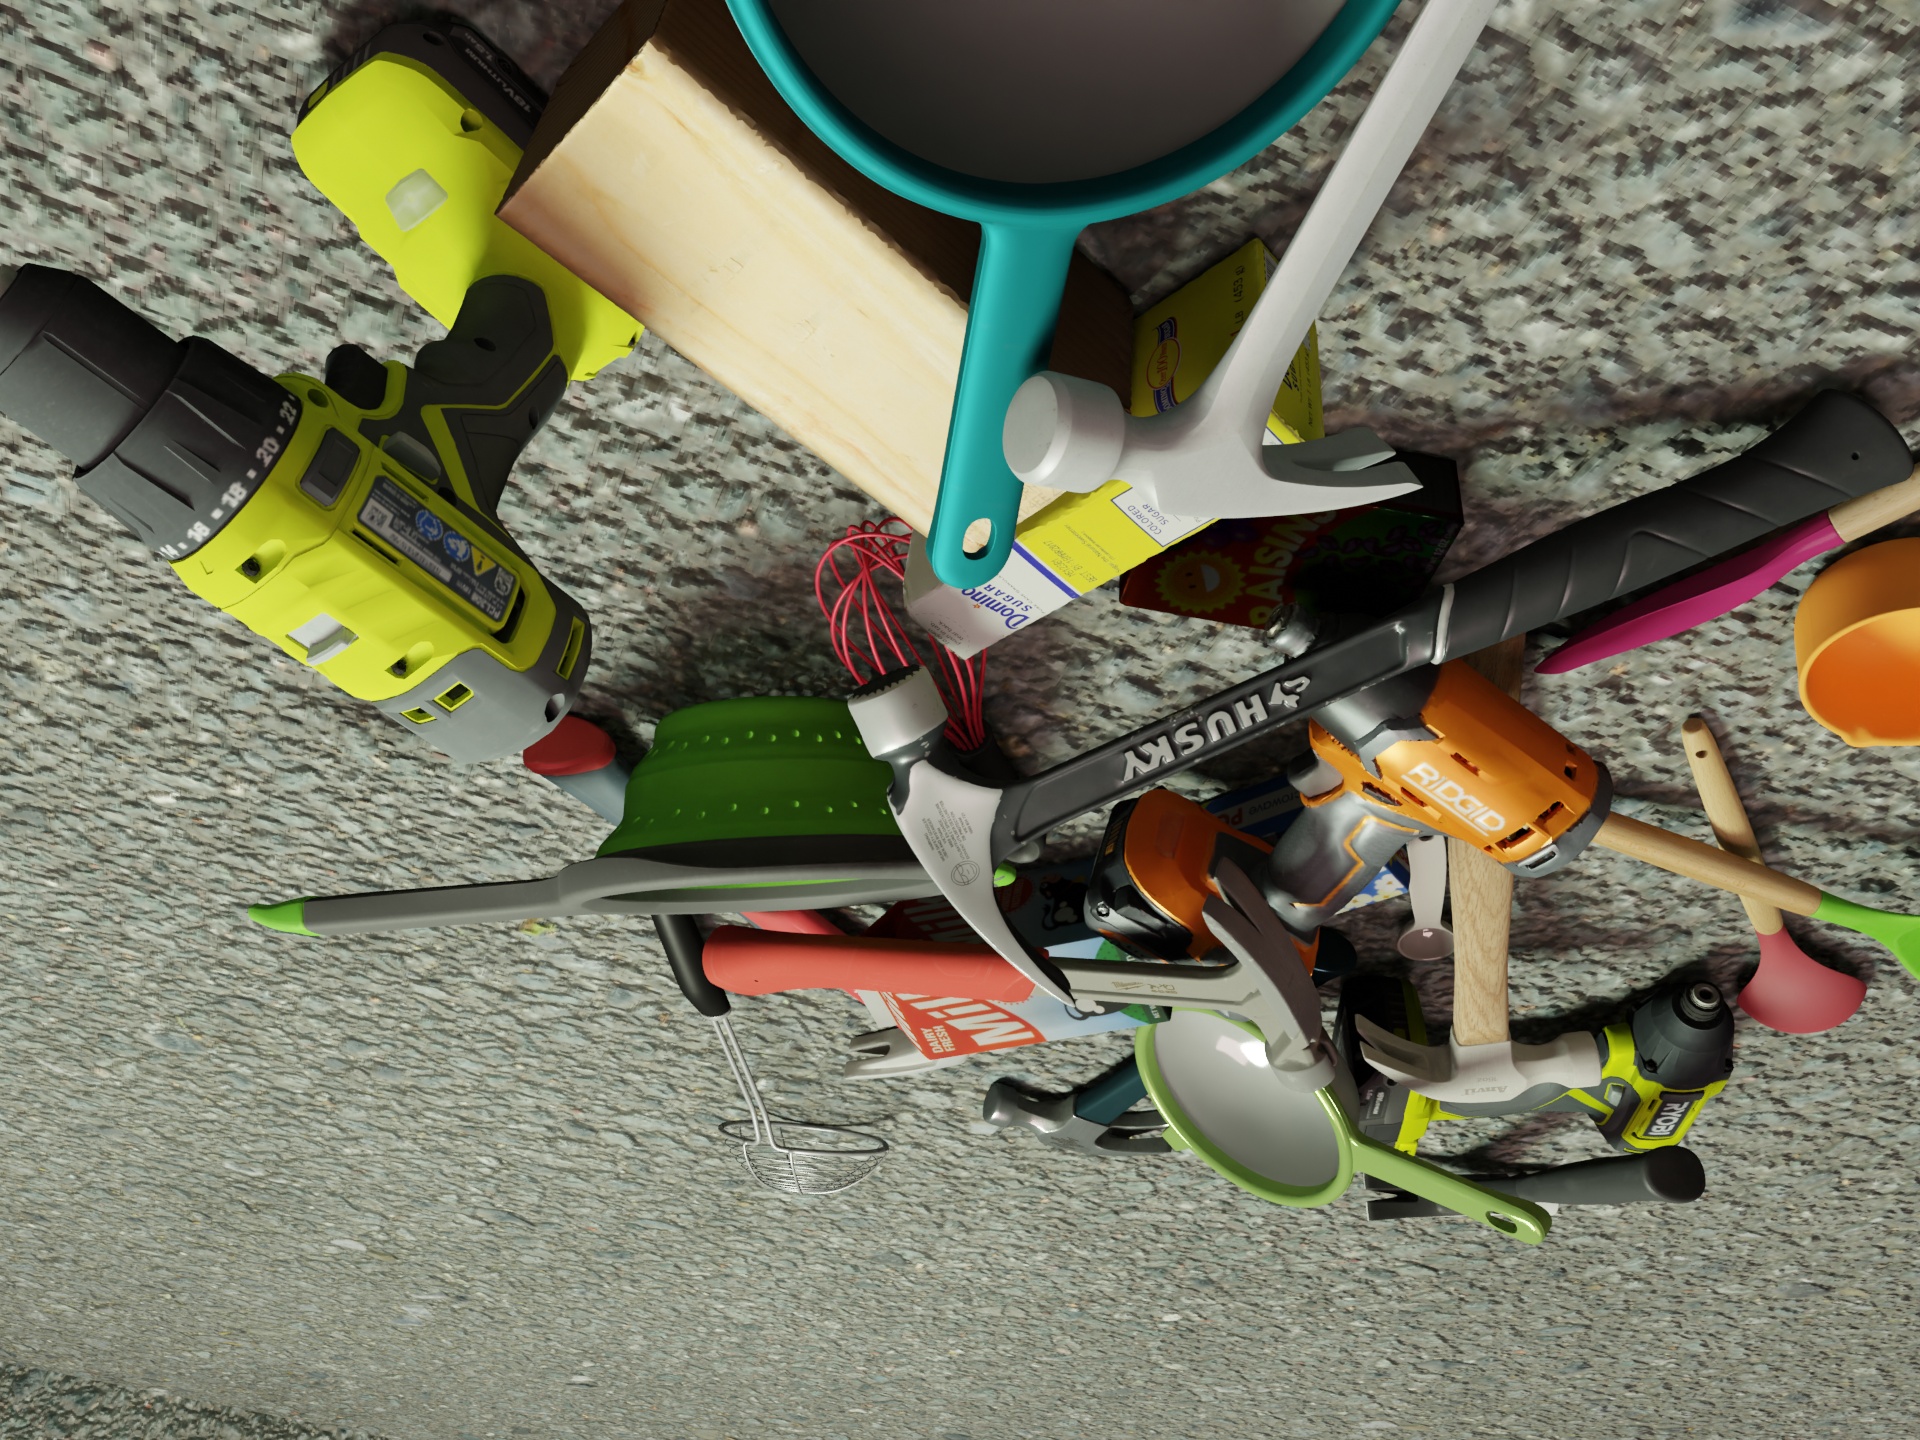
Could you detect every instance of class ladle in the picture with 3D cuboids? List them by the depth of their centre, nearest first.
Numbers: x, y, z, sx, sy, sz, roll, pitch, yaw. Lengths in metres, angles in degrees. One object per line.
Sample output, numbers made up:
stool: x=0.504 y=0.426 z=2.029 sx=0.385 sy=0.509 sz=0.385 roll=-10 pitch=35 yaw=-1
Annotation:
ladle: x=0.433 y=0.095 z=0.859 sx=0.069 sy=0.031 sz=0.315 roll=-16 pitch=135 yaw=28

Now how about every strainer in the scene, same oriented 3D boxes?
strainer: x=0.014 y=-0.199 z=0.454 sx=0.211 sy=0.095 sz=0.340 roll=-7 pitch=133 yaw=-20
strainer: x=0.220 y=0.220 z=0.908 sx=0.256 sy=0.069 sz=0.151 roll=17 pitch=132 yaw=39

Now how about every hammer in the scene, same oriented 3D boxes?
hammer: x=0.153 y=-0.220 z=0.404 sx=0.144 sy=0.035 sz=0.405 roll=4 pitch=130 yaw=-32
hammer: x=0.170 y=-0.024 z=0.618 sx=0.409 sy=0.036 sz=0.149 roll=-24 pitch=100 yaw=3
hammer: x=0.003 y=0.123 z=0.812 sx=0.359 sy=0.037 sz=0.149 roll=-2 pitch=137 yaw=35
hammer: x=0.264 y=0.085 z=0.814 sx=0.130 sy=0.031 sz=0.331 roll=-9 pitch=128 yaw=7
hammer: x=-0.125 y=0.120 z=0.969 sx=0.143 sy=0.038 sz=0.385 roll=-19 pitch=135 yaw=32
hammer: x=0.374 y=0.301 z=1.026 sx=0.146 sy=0.035 sz=0.334 roll=0 pitch=162 yaw=-4
hammer: x=0.144 y=0.219 z=1.055 sx=0.128 sy=0.033 sz=0.331 roll=22 pitch=140 yaw=-17

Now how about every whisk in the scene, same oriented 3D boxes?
whisk: x=-0.001 y=-0.003 z=0.783 sx=0.073 sy=0.073 sz=0.295 roll=-5 pitch=147 yaw=15

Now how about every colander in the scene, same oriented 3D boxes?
colander: x=-0.174 y=0.050 z=0.802 sx=0.397 sy=0.094 sz=0.204 roll=-6 pitch=170 yaw=11

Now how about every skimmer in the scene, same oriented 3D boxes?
skimmer: x=-0.141 y=0.215 z=1.099 sx=0.127 sy=0.090 sz=0.362 roll=4 pitch=133 yaw=21

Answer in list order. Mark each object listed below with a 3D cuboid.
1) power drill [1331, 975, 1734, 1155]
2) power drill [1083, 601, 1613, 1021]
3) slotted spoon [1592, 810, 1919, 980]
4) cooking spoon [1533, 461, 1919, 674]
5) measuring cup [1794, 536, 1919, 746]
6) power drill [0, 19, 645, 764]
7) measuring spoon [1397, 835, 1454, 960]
power drill: x=0.349 y=0.210 z=0.980 sx=0.223 sy=0.080 sz=0.171 roll=-2 pitch=142 yaw=5
power drill: x=0.155 y=0.041 z=0.732 sx=0.164 sy=0.084 sz=0.226 roll=34 pitch=136 yaw=-12
slotted spoon: x=0.410 y=0.082 z=0.808 sx=0.314 sy=0.031 sz=0.070 roll=19 pitch=144 yaw=1
cooking spoon: x=0.375 y=-0.090 z=0.633 sx=0.319 sy=0.017 sz=0.068 roll=-32 pitch=158 yaw=37
measuring cup: x=0.441 y=-0.027 z=0.669 sx=0.173 sy=0.052 sz=0.095 roll=12 pitch=143 yaw=1
power drill: x=-0.188 y=-0.122 z=0.516 sx=0.080 sy=0.229 sz=0.190 roll=-22 pitch=134 yaw=32
measuring spoon: x=0.262 y=0.092 z=0.895 sx=0.034 sy=0.018 sz=0.124 roll=-5 pitch=134 yaw=12
